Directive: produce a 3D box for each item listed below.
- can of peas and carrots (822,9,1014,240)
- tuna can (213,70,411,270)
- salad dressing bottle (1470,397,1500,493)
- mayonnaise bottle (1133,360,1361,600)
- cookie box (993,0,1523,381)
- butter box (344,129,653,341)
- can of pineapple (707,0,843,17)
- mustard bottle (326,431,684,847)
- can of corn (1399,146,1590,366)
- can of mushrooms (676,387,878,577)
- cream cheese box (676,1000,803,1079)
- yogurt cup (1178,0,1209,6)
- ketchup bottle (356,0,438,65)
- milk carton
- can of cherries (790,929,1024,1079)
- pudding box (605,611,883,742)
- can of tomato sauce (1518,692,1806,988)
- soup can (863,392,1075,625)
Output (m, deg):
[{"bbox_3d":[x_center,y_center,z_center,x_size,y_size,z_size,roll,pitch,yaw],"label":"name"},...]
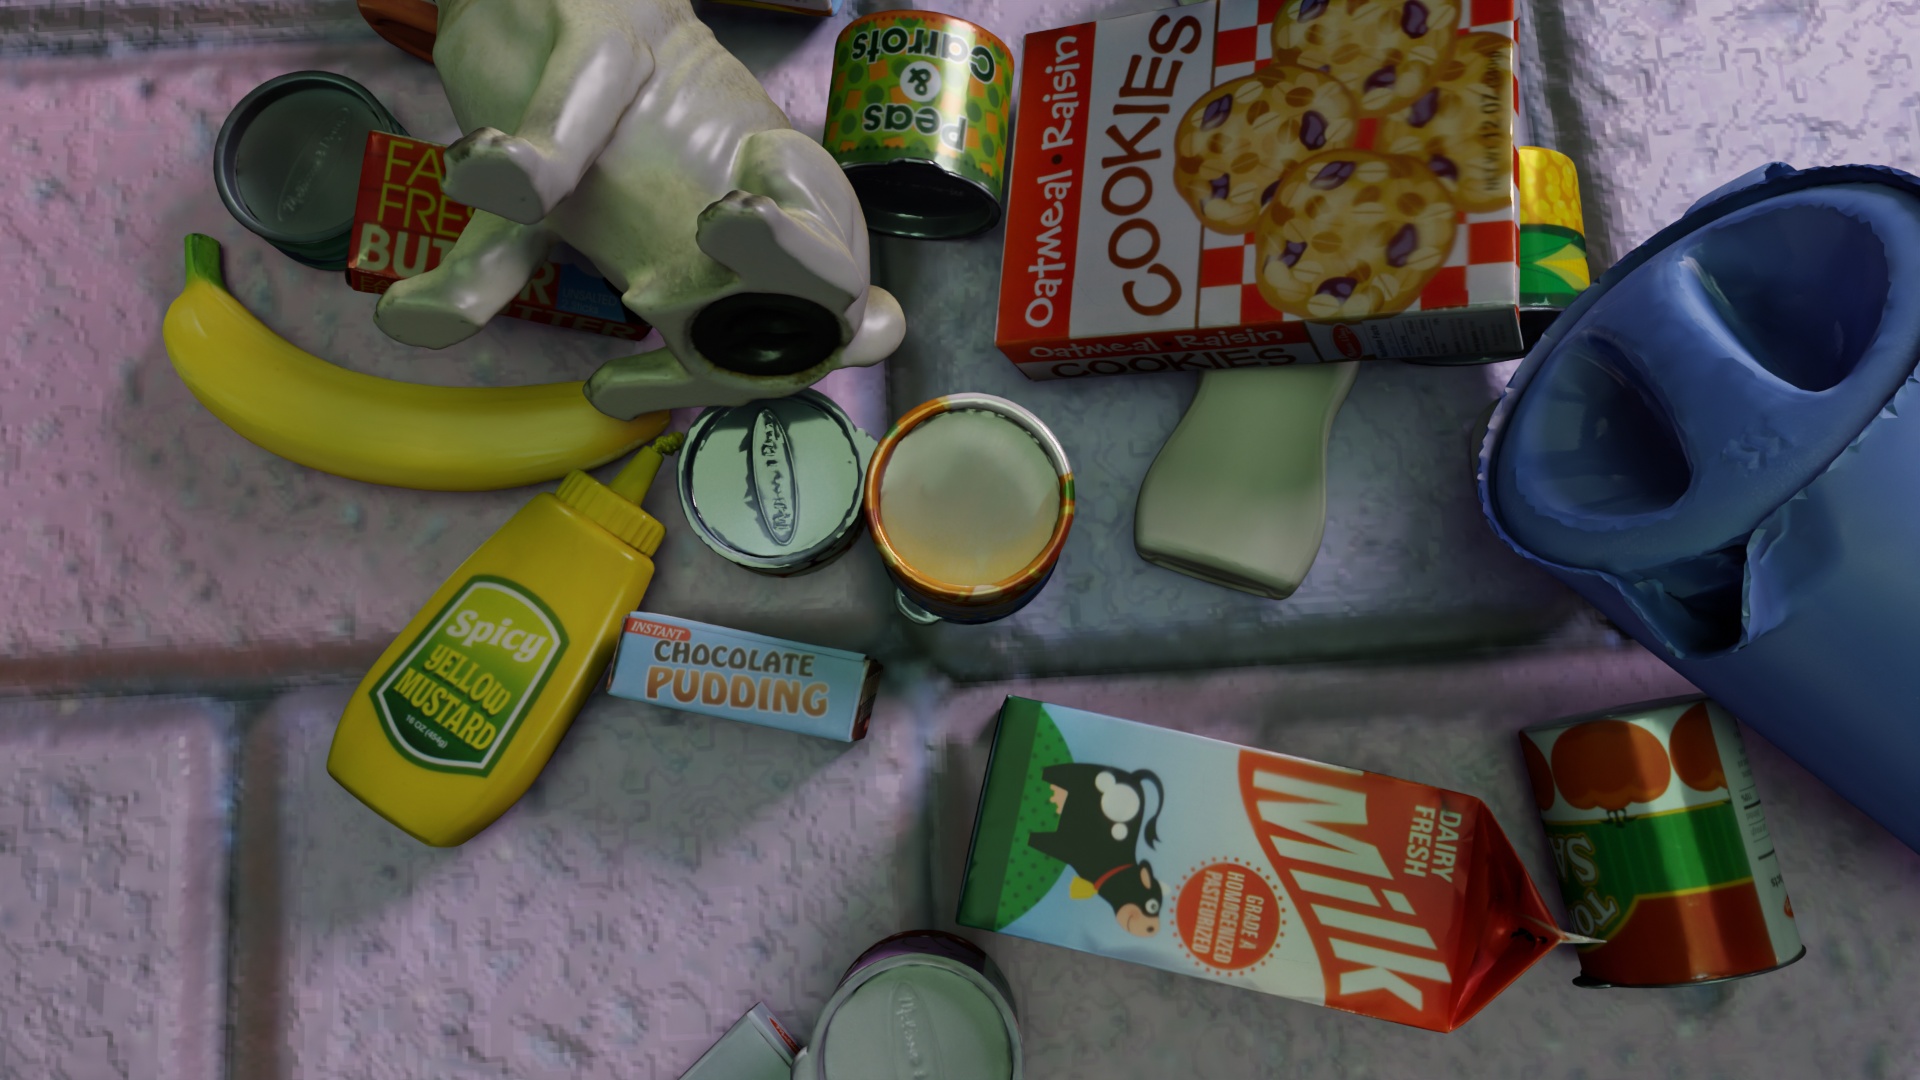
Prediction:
[{"bbox_3d":[-0.015,-0.147,0.492,0.071,0.071,0.059,6,81,2],"label":"can of peas and carrots"},{"bbox_3d":[-0.232,-0.134,0.511,0.071,0.033,0.071,0,81,1],"label":"tuna can"},{"bbox_3d":[0.258,-0.037,0.486,0.148,0.044,0.064,-10,81,-2],"label":"salad dressing bottle"},{"bbox_3d":[0.110,-0.057,0.492,0.065,0.041,0.148,17,80,11],"label":"mayonnaise bottle"},{"bbox_3d":[0.098,-0.120,0.468,0.167,0.040,0.123,-1,74,25],"label":"cookie box"},{"bbox_3d":[-0.159,-0.107,0.493,0.103,0.024,0.053,8,80,-21],"label":"butter box"},{"bbox_3d":[-0.071,-0.230,0.509,0.058,0.071,0.071,8,81,1],"label":"can of pineapple"},{"bbox_3d":[-0.146,0.025,0.477,0.065,0.048,0.160,34,83,1],"label":"mustard bottle"},{"bbox_3d":[0.185,-0.097,0.485,0.071,0.071,0.058,-2,81,0],"label":"can of corn"},{"bbox_3d":[-0.062,-0.021,0.491,0.071,0.033,0.071,0,80,1],"label":"can of mushrooms"},{"bbox_3d":[-0.088,0.210,0.459,0.104,0.024,0.053,-43,83,-6],"label":"cream cheese box"},{"bbox_3d":[0.114,-0.218,0.507,0.054,0.072,0.072,-32,82,-12],"label":"yogurt cup"},{"bbox_3d":[-0.168,-0.249,0.524,0.065,0.043,0.149,21,81,1],"label":"ketchup bottle"},{"bbox_3d":[0.099,0.106,0.450,0.191,0.072,0.073,12,81,2],"label":"milk carton"},{"bbox_3d":[-0.016,0.163,0.449,0.071,0.058,0.071,0,82,1],"label":"can of cherries"},{"bbox_3d":[-0.071,0.046,0.473,0.084,0.049,0.030,11,83,2],"label":"pudding box"},{"bbox_3d":[0.224,0.096,0.453,0.071,0.071,0.083,-11,80,-1],"label":"can of tomato sauce"},{"bbox_3d":[0.002,-0.006,0.463,0.071,0.083,0.071,0,82,1],"label":"soup can"}]
